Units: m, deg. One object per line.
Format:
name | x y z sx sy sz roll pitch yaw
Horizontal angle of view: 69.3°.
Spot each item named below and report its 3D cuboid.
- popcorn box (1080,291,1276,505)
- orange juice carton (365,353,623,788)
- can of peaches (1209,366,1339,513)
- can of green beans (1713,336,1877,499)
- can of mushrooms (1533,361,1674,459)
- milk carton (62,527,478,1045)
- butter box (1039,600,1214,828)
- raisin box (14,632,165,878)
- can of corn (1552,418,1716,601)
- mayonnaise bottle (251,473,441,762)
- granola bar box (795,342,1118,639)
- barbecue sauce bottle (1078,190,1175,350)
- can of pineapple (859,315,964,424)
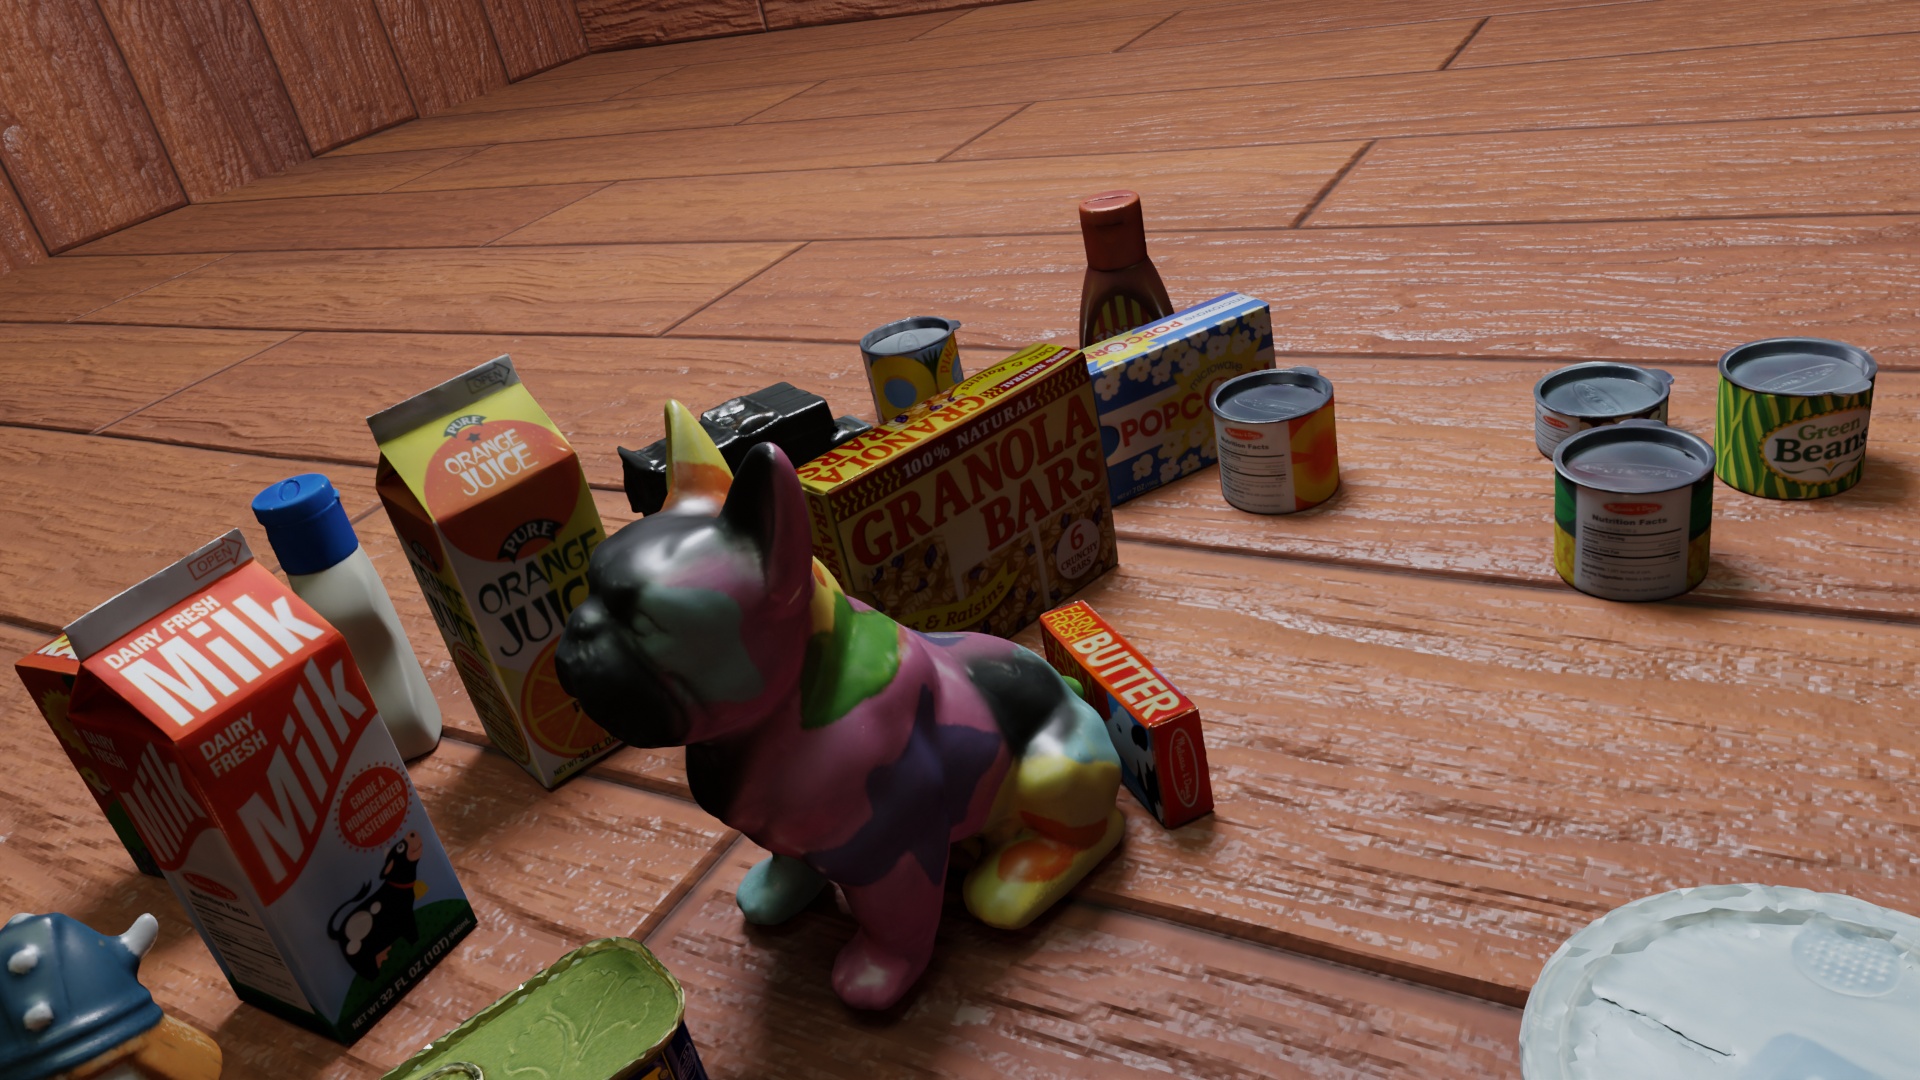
popcorn box | 0.124 -0.084 0.808 0.127 0.084 0.038 -23 30 -18
orange juice carton | -0.211 0.013 0.655 0.072 0.191 0.073 -32 33 -32
can of peaches | 0.175 -0.056 0.765 0.071 0.057 0.071 -10 28 5
can of green beans | 0.406 -0.060 0.680 0.071 0.057 0.071 -10 28 5
can of mushrooms | 0.345 -0.068 0.744 0.071 0.033 0.071 -10 28 5
milk carton | -0.267 0.094 0.535 0.073 0.189 0.073 6 33 31
butter box | 0.068 0.070 0.586 0.024 0.053 0.104 -21 29 -14
raisin box | -0.361 0.099 0.633 0.086 0.122 0.040 3 32 27
can of corn | 0.308 -0.015 0.637 0.071 0.058 0.071 -10 28 5
mayonnaise bottle | -0.305 0.039 0.694 0.041 0.147 0.065 -23 30 -18
granola bar box | 0.002 -0.009 0.680 0.166 0.123 0.039 -32 33 -31
barbecue sauce bottle | 0.101 -0.136 0.846 0.065 0.147 0.044 -6 29 13
can of pineapple | -0.030 -0.116 0.957 0.071 0.057 0.071 -10 28 5
